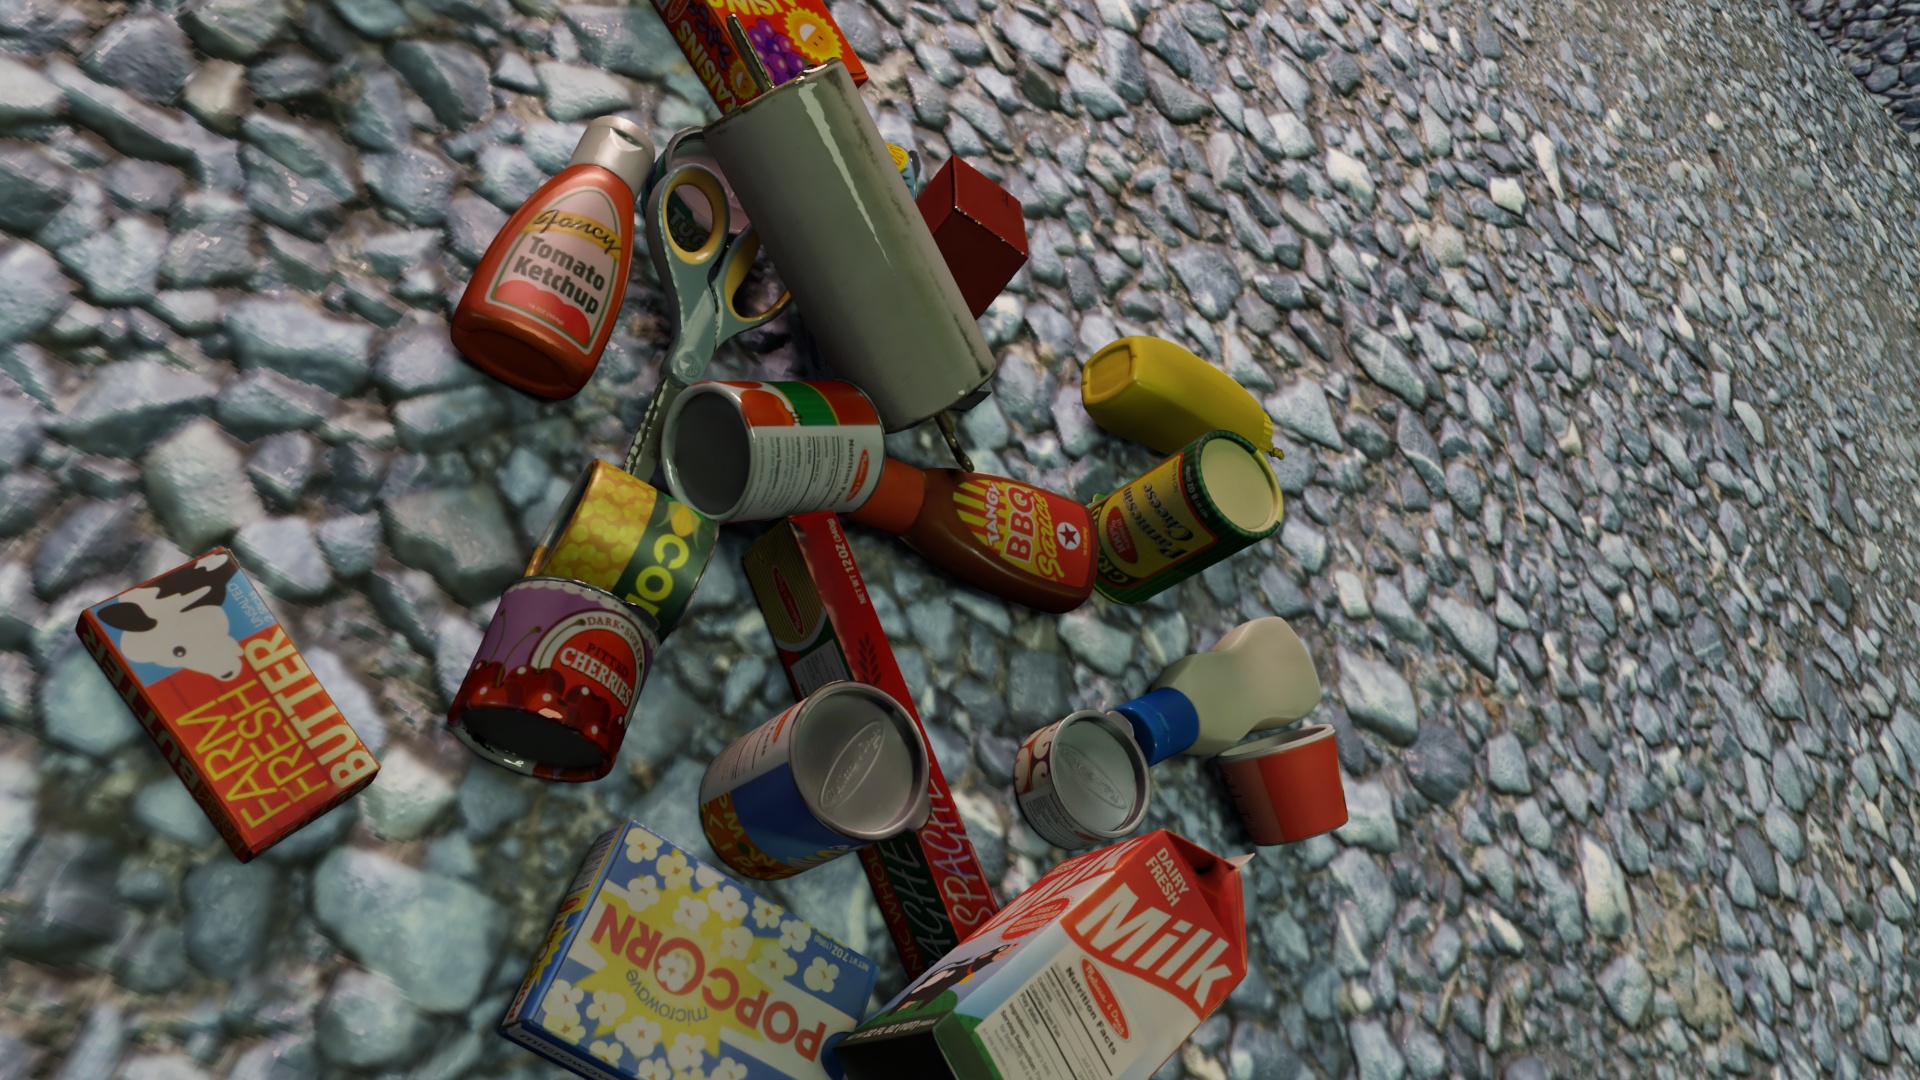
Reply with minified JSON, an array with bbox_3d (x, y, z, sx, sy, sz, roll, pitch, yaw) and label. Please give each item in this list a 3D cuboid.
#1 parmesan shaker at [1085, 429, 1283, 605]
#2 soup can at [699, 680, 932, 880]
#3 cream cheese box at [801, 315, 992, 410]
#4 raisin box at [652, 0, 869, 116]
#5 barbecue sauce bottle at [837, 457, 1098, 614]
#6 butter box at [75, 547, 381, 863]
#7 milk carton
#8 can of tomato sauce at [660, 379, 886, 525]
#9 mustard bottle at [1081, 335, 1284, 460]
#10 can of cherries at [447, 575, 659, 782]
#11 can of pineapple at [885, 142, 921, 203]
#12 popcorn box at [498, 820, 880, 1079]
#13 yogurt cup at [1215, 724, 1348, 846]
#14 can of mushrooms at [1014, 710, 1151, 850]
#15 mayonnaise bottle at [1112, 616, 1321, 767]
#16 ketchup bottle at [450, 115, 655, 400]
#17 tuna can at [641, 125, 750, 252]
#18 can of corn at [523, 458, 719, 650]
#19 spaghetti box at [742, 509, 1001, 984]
[{"bbox_3d":[0.120,-0.015,0.781,0.071,0.102,0.071,18,57,-30],"label":"parmesan shaker"},{"bbox_3d":[-0.061,0.105,0.588,0.071,0.083,0.071,18,57,-30],"label":"soup can"},{"bbox_3d":[-0.035,-0.103,0.762,0.104,0.024,0.053,1,65,-38],"label":"cream cheese box"},{"bbox_3d":[-0.120,-0.299,0.791,0.086,0.040,0.123,-30,88,-44],"label":"raisin box"},{"bbox_3d":[0.003,-0.009,0.727,0.148,0.043,0.065,19,58,-29],"label":"barbecue sauce bottle"},{"bbox_3d":[-0.261,0.058,0.498,0.053,0.024,0.103,-35,91,-44],"label":"butter box"},{"bbox_3d":[0.049,0.182,0.573,0.191,0.072,0.073,-27,86,-43],"label":"milk carton"},{"bbox_3d":[-0.088,-0.043,0.648,0.083,0.071,0.071,-7,72,-50],"label":"can of tomato sauce"},{"bbox_3d":[0.148,-0.079,0.869,0.160,0.065,0.049,19,62,-36],"label":"mustard bottle"},{"bbox_3d":[-0.158,0.055,0.548,0.071,0.071,0.059,30,52,-22],"label":"can of cherries"},{"bbox_3d":[-0.064,-0.191,0.756,0.058,0.070,0.071,6,63,-36],"label":"can of pineapple"},{"bbox_3d":[-0.103,0.180,0.547,0.126,0.038,0.085,36,48,-17],"label":"popcorn box"},{"bbox_3d":[0.183,0.138,0.777,0.072,0.072,0.054,-10,82,-41],"label":"yogurt cup"},{"bbox_3d":[0.063,0.121,0.712,0.071,0.033,0.071,18,57,-29],"label":"can of mushrooms"},{"bbox_3d":[0.143,0.090,0.787,0.148,0.041,0.065,-16,76,-41],"label":"mayonnaise bottle"},{"bbox_3d":[-0.183,-0.138,0.652,0.064,0.043,0.149,29,51,-23],"label":"ketchup bottle"},{"bbox_3d":[-0.130,-0.176,0.721,0.071,0.032,0.071,18,57,-30],"label":"tuna can"},{"bbox_3d":[-0.143,0.008,0.586,0.058,0.071,0.071,30,52,-21],"label":"can of corn"},{"bbox_3d":[-0.034,0.108,0.631,0.029,0.050,0.250,-15,77,-41],"label":"spaghetti box"}]
